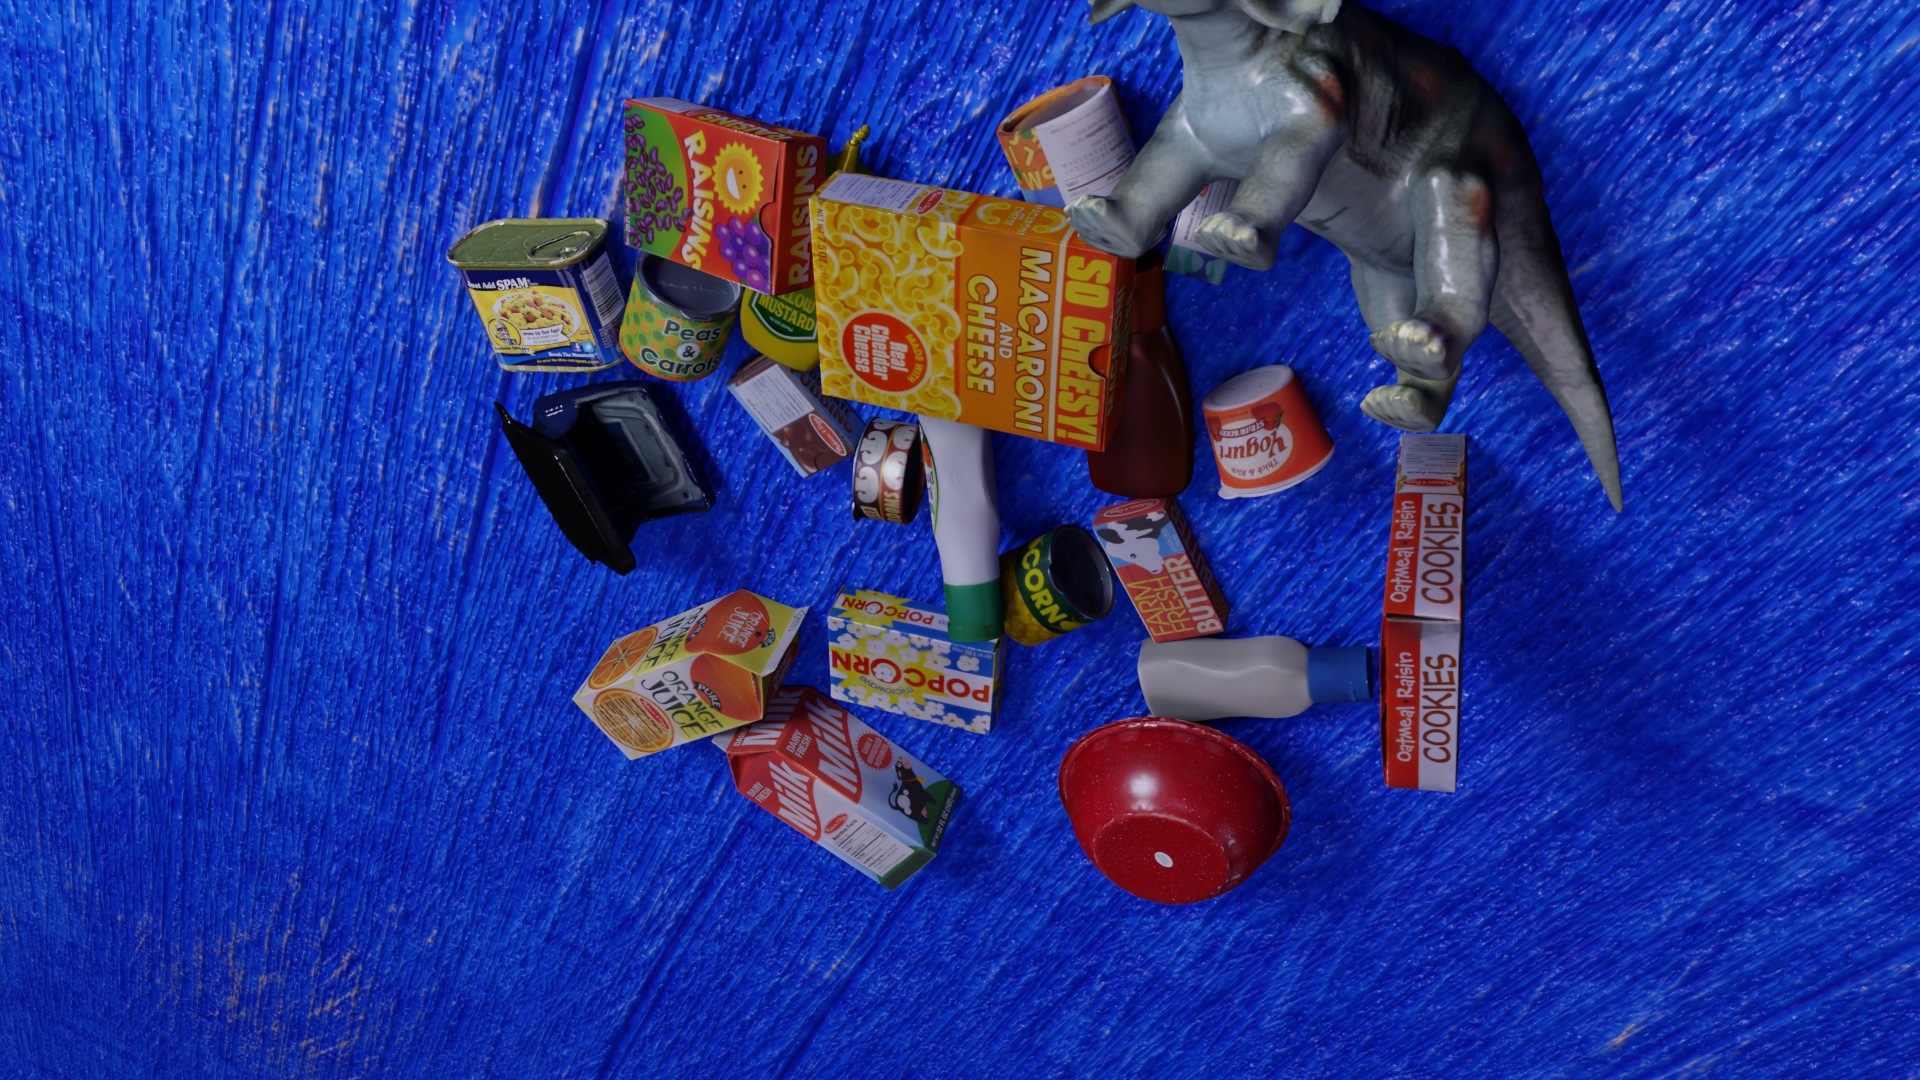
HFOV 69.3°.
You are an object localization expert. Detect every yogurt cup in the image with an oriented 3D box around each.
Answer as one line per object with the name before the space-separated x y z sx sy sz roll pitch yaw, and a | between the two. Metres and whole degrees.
yogurt cup | 0.173 -0.065 0.793 0.072 0.073 0.053 -14 113 30

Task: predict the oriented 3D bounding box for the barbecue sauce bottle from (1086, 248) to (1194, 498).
barbecue sauce bottle | 0.102 -0.095 0.807 0.065 0.044 0.147 5 128 17

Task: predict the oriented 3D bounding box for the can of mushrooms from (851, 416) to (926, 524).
can of mushrooms | -0.044 -0.042 0.887 0.033 0.071 0.070 10 130 11

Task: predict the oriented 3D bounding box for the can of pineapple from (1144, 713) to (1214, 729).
can of pineapple | 0.152 0.165 0.988 0.071 0.058 0.070 10 130 13

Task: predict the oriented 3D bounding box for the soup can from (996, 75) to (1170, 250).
soup can | 0.064 -0.192 0.731 0.071 0.072 0.083 -12 121 28

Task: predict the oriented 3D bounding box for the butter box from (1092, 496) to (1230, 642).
butter box | 0.131 0.019 0.900 0.053 0.024 0.103 -14 120 30

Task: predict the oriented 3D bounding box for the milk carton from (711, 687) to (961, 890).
milk carton | -0.103 0.185 1.091 0.190 0.073 0.073 35 131 -10

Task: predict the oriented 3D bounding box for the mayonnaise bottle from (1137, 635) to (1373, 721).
mayonnaise bottle | 0.196 0.091 0.923 0.148 0.041 0.064 -4 131 22

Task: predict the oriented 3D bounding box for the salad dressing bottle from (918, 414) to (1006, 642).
salad dressing bottle | 0.003 -0.011 0.871 0.044 0.064 0.147 -6 98 -1

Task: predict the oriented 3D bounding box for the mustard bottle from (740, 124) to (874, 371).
mustard bottle | -0.083 -0.174 0.810 0.065 0.049 0.159 27 132 1

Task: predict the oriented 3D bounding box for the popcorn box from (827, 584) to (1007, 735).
popcorn box | -0.031 0.087 1.007 0.127 0.038 0.084 12 131 12

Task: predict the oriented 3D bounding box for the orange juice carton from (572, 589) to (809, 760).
orange juice carton | -0.196 0.099 1.057 0.192 0.072 0.073 -21 118 33

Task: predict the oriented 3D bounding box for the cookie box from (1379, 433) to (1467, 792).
cookie box | 0.258 0.037 0.770 0.040 0.168 0.122 2 127 20

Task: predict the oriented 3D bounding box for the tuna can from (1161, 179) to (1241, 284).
tuna can | 0.130 -0.168 0.725 0.033 0.071 0.070 17 131 6

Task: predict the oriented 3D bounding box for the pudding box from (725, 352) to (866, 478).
pudding box | -0.106 -0.086 0.903 0.049 0.030 0.083 -25 115 33

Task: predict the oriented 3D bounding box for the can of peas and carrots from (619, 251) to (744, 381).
can of peas and carrots | -0.172 -0.139 0.858 0.071 0.071 0.058 27 132 -2

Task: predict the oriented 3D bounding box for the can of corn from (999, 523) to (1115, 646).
can of corn | 0.057 0.030 0.907 0.058 0.071 0.071 -27 114 36

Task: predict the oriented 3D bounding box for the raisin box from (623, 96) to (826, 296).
raisin box | -0.135 -0.195 0.780 0.123 0.040 0.085 23 119 30

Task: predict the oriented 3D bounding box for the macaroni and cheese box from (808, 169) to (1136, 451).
macaroni and cheese box | 0.005 -0.121 0.740 0.166 0.040 0.123 13 132 15
